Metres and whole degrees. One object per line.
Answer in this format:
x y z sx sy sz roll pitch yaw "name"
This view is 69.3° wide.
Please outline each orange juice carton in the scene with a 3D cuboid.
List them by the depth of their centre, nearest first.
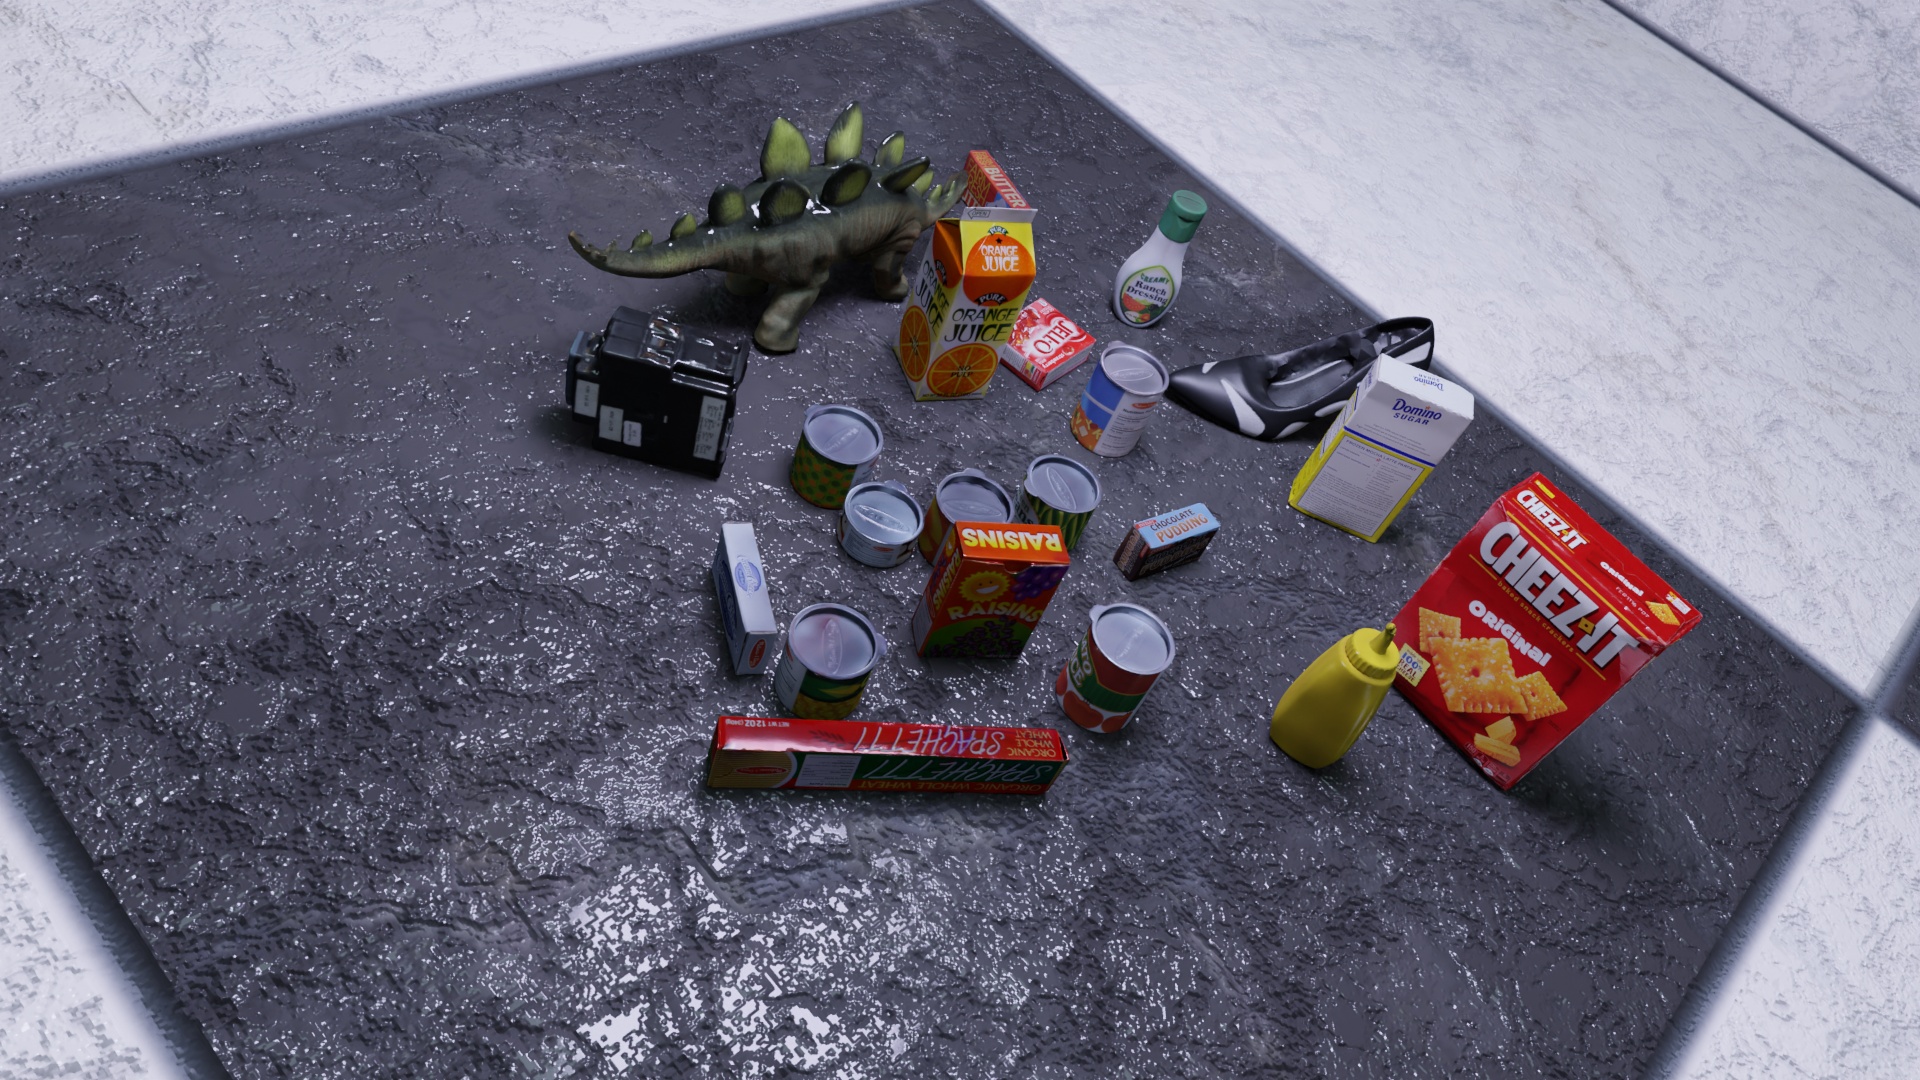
0.007 -0.216 1.222 0.072 0.191 0.073 -5 52 -26 "orange juice carton"

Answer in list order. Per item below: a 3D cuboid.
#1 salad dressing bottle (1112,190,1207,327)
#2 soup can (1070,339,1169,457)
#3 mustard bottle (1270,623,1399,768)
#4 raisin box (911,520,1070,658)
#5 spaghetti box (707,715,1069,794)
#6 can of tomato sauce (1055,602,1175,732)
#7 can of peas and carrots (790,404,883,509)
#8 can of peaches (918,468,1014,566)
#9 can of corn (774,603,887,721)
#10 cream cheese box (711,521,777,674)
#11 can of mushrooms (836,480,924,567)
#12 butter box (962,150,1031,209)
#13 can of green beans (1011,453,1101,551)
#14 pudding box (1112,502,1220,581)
0.200 -0.282 1.393 0.064 0.146 0.044 17 46 -7 "salad dressing bottle"
0.144 -0.130 1.277 0.071 0.083 0.072 12 47 -12 "soup can"
0.297 0.112 1.067 0.065 0.159 0.049 36 46 12 "mustard bottle"
0.021 0.039 1.046 0.086 0.122 0.040 4 49 -19 "raisin box"
-0.049 0.151 0.967 0.250 0.049 0.029 5 49 -19 "spaghetti box"
0.115 0.097 1.060 0.071 0.082 0.071 12 47 -12 "can of tomato sauce"
-0.104 -0.070 1.138 0.071 0.058 0.071 12 47 -12 "can of peas and carrots"
0.004 -0.014 1.133 0.071 0.057 0.071 12 47 -12 "can of peaches"
-0.094 0.089 1.000 0.071 0.058 0.071 12 47 -12 "can of corn"
-0.159 0.042 1.019 0.024 0.053 0.104 -1 51 -23 "cream cheese box"
-0.064 -0.014 1.122 0.071 0.033 0.071 12 47 -12 "can of mushrooms"
0.034 -0.359 1.461 0.024 0.052 0.104 -12 55 -31 "butter box"
0.079 -0.030 1.178 0.071 0.057 0.071 12 47 -12 "can of green beans"
0.178 0.001 1.197 0.084 0.049 0.030 -16 58 -33 "pudding box"
